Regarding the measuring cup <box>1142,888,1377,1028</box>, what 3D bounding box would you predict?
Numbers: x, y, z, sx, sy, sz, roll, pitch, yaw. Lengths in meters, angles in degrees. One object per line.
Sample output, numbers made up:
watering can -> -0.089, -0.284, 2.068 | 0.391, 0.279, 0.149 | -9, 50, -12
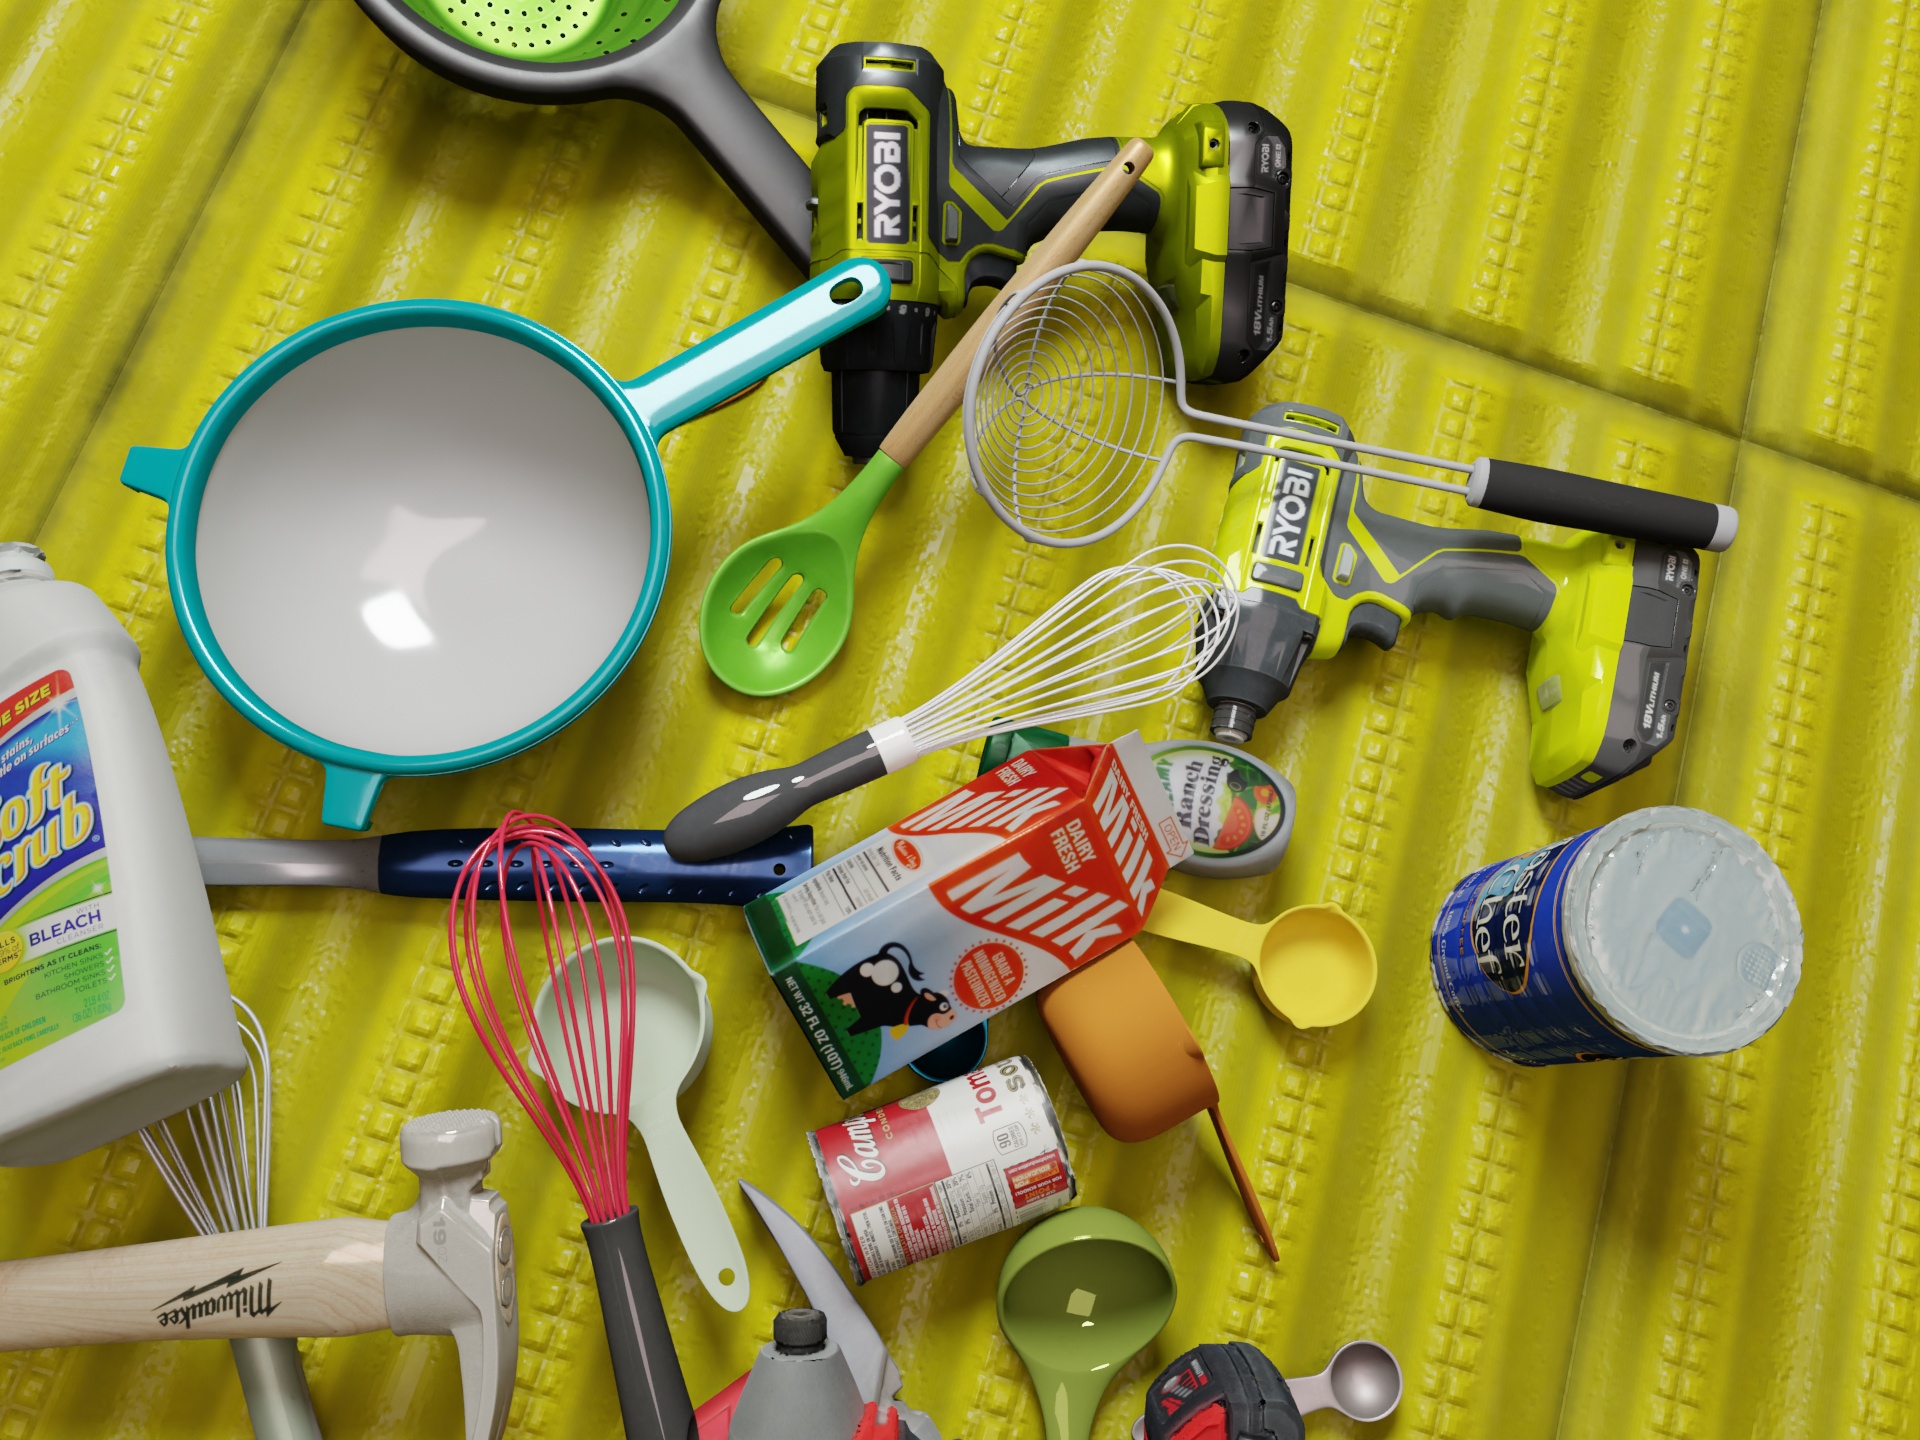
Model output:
measuring cup -> 0.119, 0.102, 0.756 | 0.156, 0.029, 0.062 | 18, 74, 5

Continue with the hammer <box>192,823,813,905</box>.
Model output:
hammer -> -0.269, 0.058, 0.711 | 0.405, 0.035, 0.144 | 1, 76, -7

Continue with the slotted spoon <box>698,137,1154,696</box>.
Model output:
slotted spoon -> -0.014, -0.141, 0.743 | 0.070, 0.031, 0.314 | 37, 98, -15

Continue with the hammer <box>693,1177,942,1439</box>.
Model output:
hammer -> -0.204, 0.350, 0.644 | 0.386, 0.038, 0.143 | -32, 80, -13

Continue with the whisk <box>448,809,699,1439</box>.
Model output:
whisk -> -0.146, 0.180, 0.637 | 0.073, 0.073, 0.296 | -14, 87, -10

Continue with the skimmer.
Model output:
skimmer -> 0.181, -0.116, 0.716 | 0.363, 0.090, 0.127 | 11, 102, -1

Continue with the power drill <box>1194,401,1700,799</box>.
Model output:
power drill -> 0.230, -0.047, 0.781 | 0.223, 0.080, 0.171 | 16, 74, 1

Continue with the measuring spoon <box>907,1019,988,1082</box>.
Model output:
measuring spoon -> 0.018, 0.118, 0.745 | 0.042, 0.021, 0.128 | 45, 66, 1

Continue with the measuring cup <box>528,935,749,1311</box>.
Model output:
measuring cup -> -0.127, 0.174, 0.688 | 0.083, 0.038, 0.168 | -26, 74, -6

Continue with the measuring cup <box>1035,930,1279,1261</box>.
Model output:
measuring cup -> 0.088, 0.179, 0.711 | 0.052, 0.095, 0.173 | -26, 99, -6

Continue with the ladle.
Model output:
ladle -> 0.045, 0.368, 0.662 | 0.078, 0.062, 0.320 | 6, 78, -8

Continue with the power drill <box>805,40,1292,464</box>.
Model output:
power drill -> 0.038, -0.221, 0.779 | 0.228, 0.080, 0.190 | -1, 100, -12

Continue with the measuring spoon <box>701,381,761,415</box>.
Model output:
measuring spoon -> -0.148, -0.157, 0.792 | 0.117, 0.011, 0.021 | -27, 81, -13

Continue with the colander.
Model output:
colander -> -0.166, -0.336, 0.807 | 0.204, 0.094, 0.397 | -45, 103, -15

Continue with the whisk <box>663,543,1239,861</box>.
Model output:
whisk -> -0.001, -0.001, 0.715 | 0.284, 0.070, 0.070 | -25, 80, -7

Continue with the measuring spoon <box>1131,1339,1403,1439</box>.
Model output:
measuring spoon -> 0.136, 0.304, 0.712 | 0.124, 0.018, 0.034 | -12, 78, -3

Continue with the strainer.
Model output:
strainer -> -0.179, -0.107, 0.728 | 0.340, 0.095, 0.211 | -32, 83, -10

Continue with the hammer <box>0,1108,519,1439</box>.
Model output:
hammer -> -0.380, 0.239, 0.623 | 0.410, 0.038, 0.146 | -4, 89, 2

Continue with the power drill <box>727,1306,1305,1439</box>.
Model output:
power drill -> 0.018, 0.301, 0.616 | 0.219, 0.078, 0.143 | -1, 85, -1

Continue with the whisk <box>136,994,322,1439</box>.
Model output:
whisk -> -0.295, 0.230, 0.660 | 0.059, 0.058, 0.246 | -14, 82, -31
